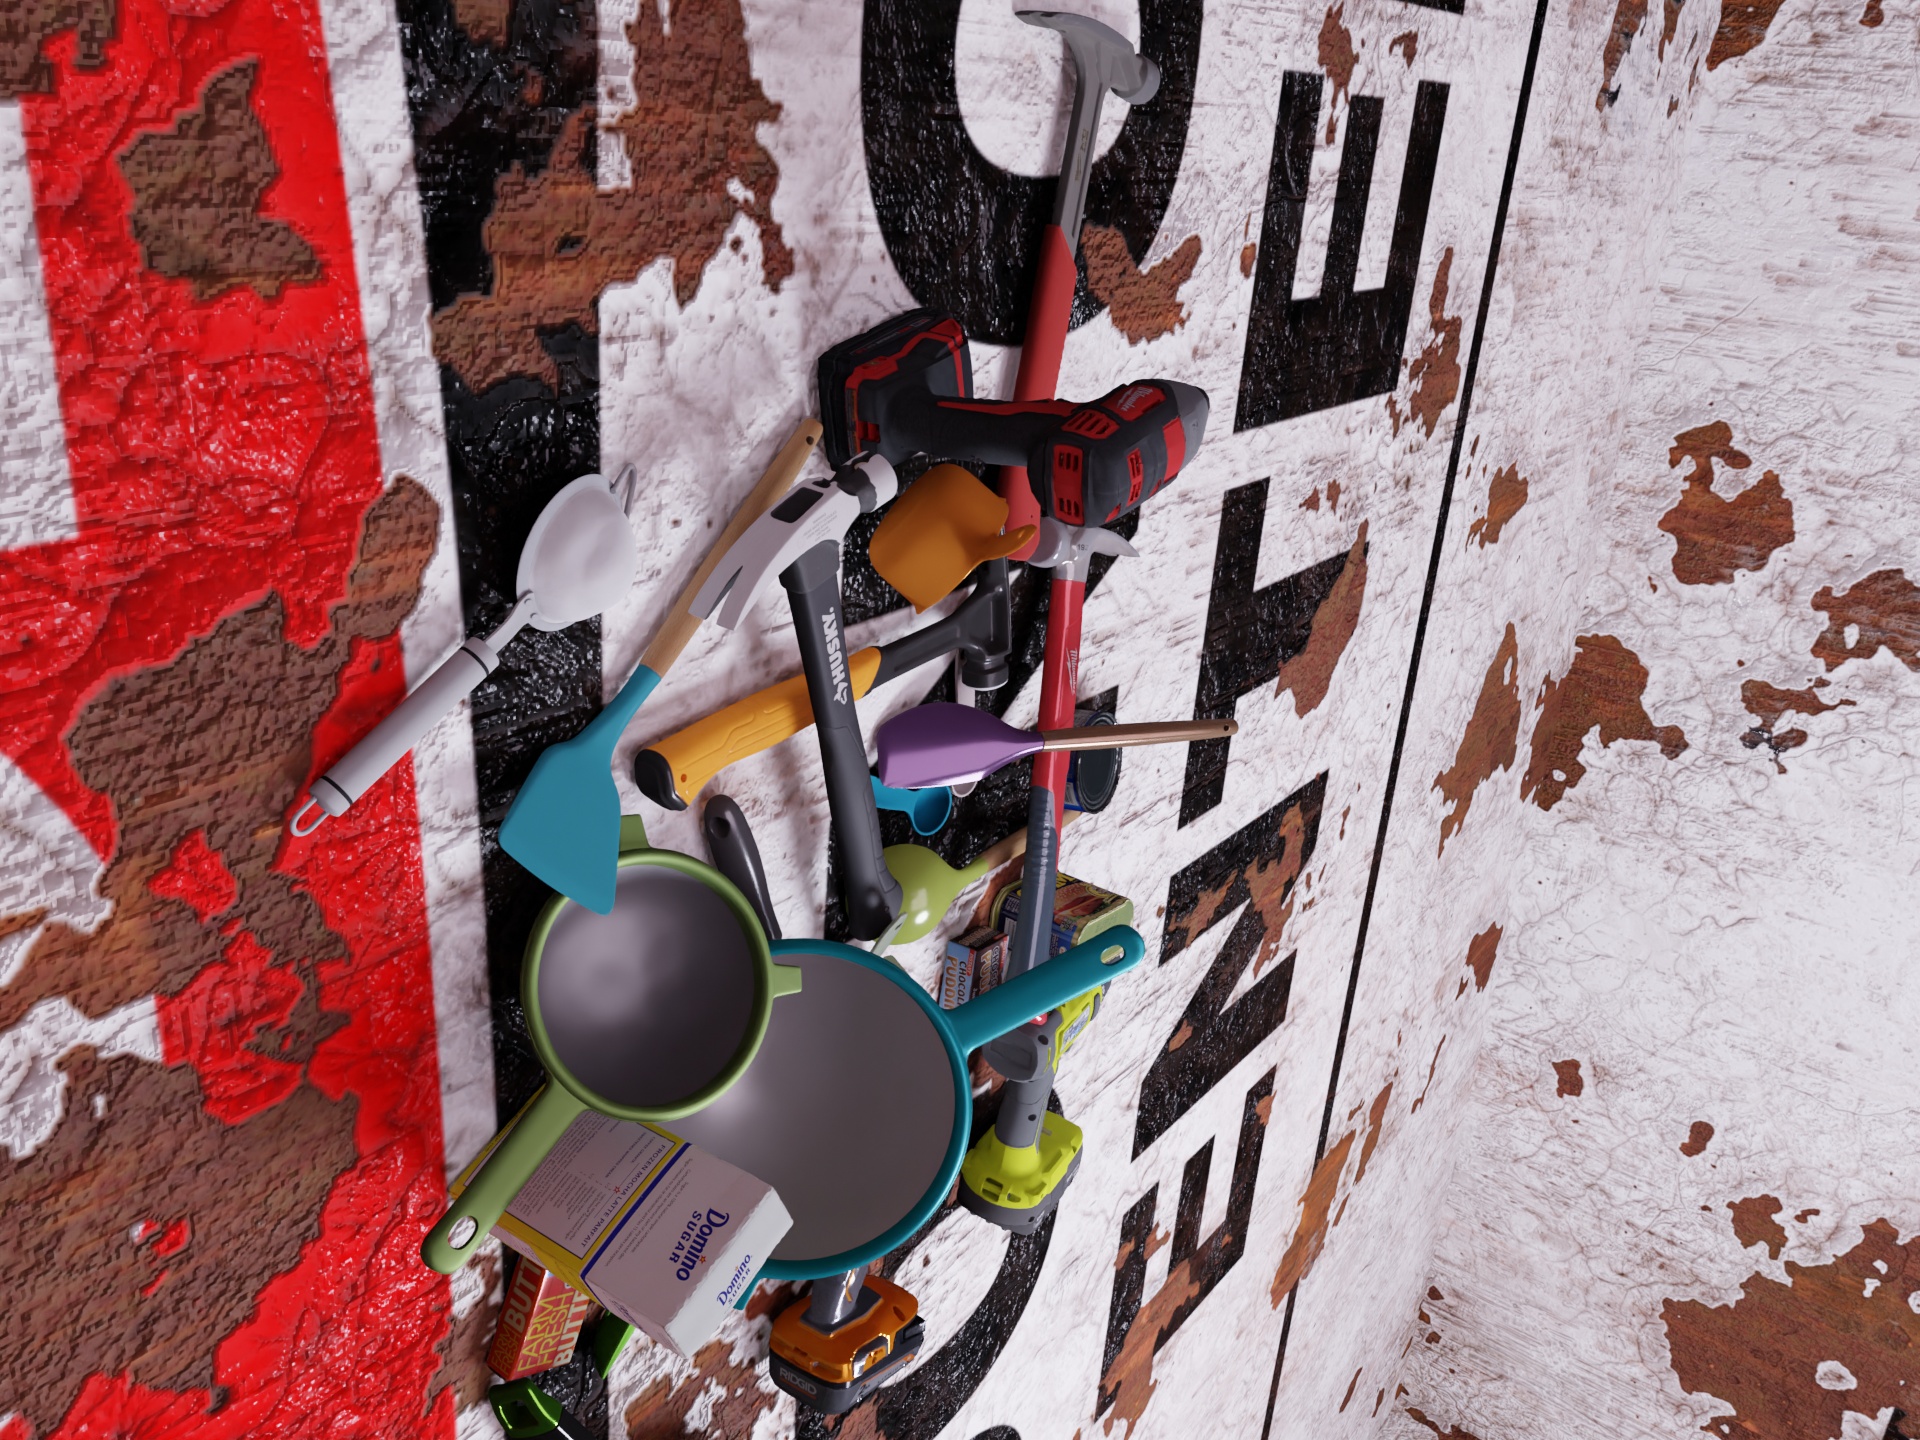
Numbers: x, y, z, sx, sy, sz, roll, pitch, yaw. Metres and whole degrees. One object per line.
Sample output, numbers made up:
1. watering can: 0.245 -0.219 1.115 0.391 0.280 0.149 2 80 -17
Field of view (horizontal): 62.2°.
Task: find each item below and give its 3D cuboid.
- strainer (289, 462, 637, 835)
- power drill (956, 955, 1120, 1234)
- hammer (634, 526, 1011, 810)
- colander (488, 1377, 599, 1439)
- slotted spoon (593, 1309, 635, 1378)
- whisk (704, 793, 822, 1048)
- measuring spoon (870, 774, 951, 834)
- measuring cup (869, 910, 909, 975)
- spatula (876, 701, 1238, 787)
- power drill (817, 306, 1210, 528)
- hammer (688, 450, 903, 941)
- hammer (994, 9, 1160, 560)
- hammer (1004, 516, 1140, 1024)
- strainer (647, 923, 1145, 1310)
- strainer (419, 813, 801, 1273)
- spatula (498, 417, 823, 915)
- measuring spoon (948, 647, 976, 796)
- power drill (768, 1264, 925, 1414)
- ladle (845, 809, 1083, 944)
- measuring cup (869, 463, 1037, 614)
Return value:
1. strainer: -0.231 -0.035 0.789 0.258 0.050 0.086 -50 157 -25
2. power drill: 0.073 0.305 1.370 0.190 0.080 0.228 -33 137 -56
3. hammer: -0.076 -0.031 1.025 0.337 0.034 0.127 -30 126 -45
4. colander: -0.192 0.531 1.092 0.095 0.204 0.396 -85 152 -54
5. slotted spoon: -0.137 0.317 1.091 0.314 0.031 0.070 -42 167 -29
6. whisk: -0.125 0.142 1.037 0.055 0.055 0.238 -44 136 -36
7. measuring spoon: -0.054 0.052 1.130 0.128 0.021 0.042 20 89 -49
8. measuring cup: -0.052 0.183 1.105 0.083 0.038 0.167 -34 163 -34
9. spatula: 0.080 0.012 1.180 0.315 0.018 0.060 -3 91 -29
10. power drill: 0.035 -0.181 0.943 0.143 0.220 0.078 -38 135 -41
11. hammer: -0.078 0.012 0.980 0.146 0.035 0.334 -42 140 -36
12. hammer: 0.058 -0.289 1.096 0.149 0.037 0.359 -8 112 -55
13. hammer: 0.077 0.042 1.241 0.143 0.038 0.386 1 95 -58
14. strainer: -0.045 0.206 1.009 0.340 0.095 0.211 -26 96 -5
15. strainer: -0.213 0.188 0.877 0.151 0.069 0.256 47 58 -18
16. spatula: -0.154 -0.046 0.894 0.082 0.044 0.317 44 66 -37
17. measuring spoon: -0.002 -0.004 1.181 0.034 0.018 0.124 -20 115 -49
18. power drill: -0.069 0.391 1.222 0.164 0.084 0.226 -11 111 -55
19. ladle: 0.017 0.102 1.247 0.320 0.062 0.078 -22 131 -59
20. measuring cup: -0.004 -0.118 0.962 0.052 0.174 0.095 39 79 -15
